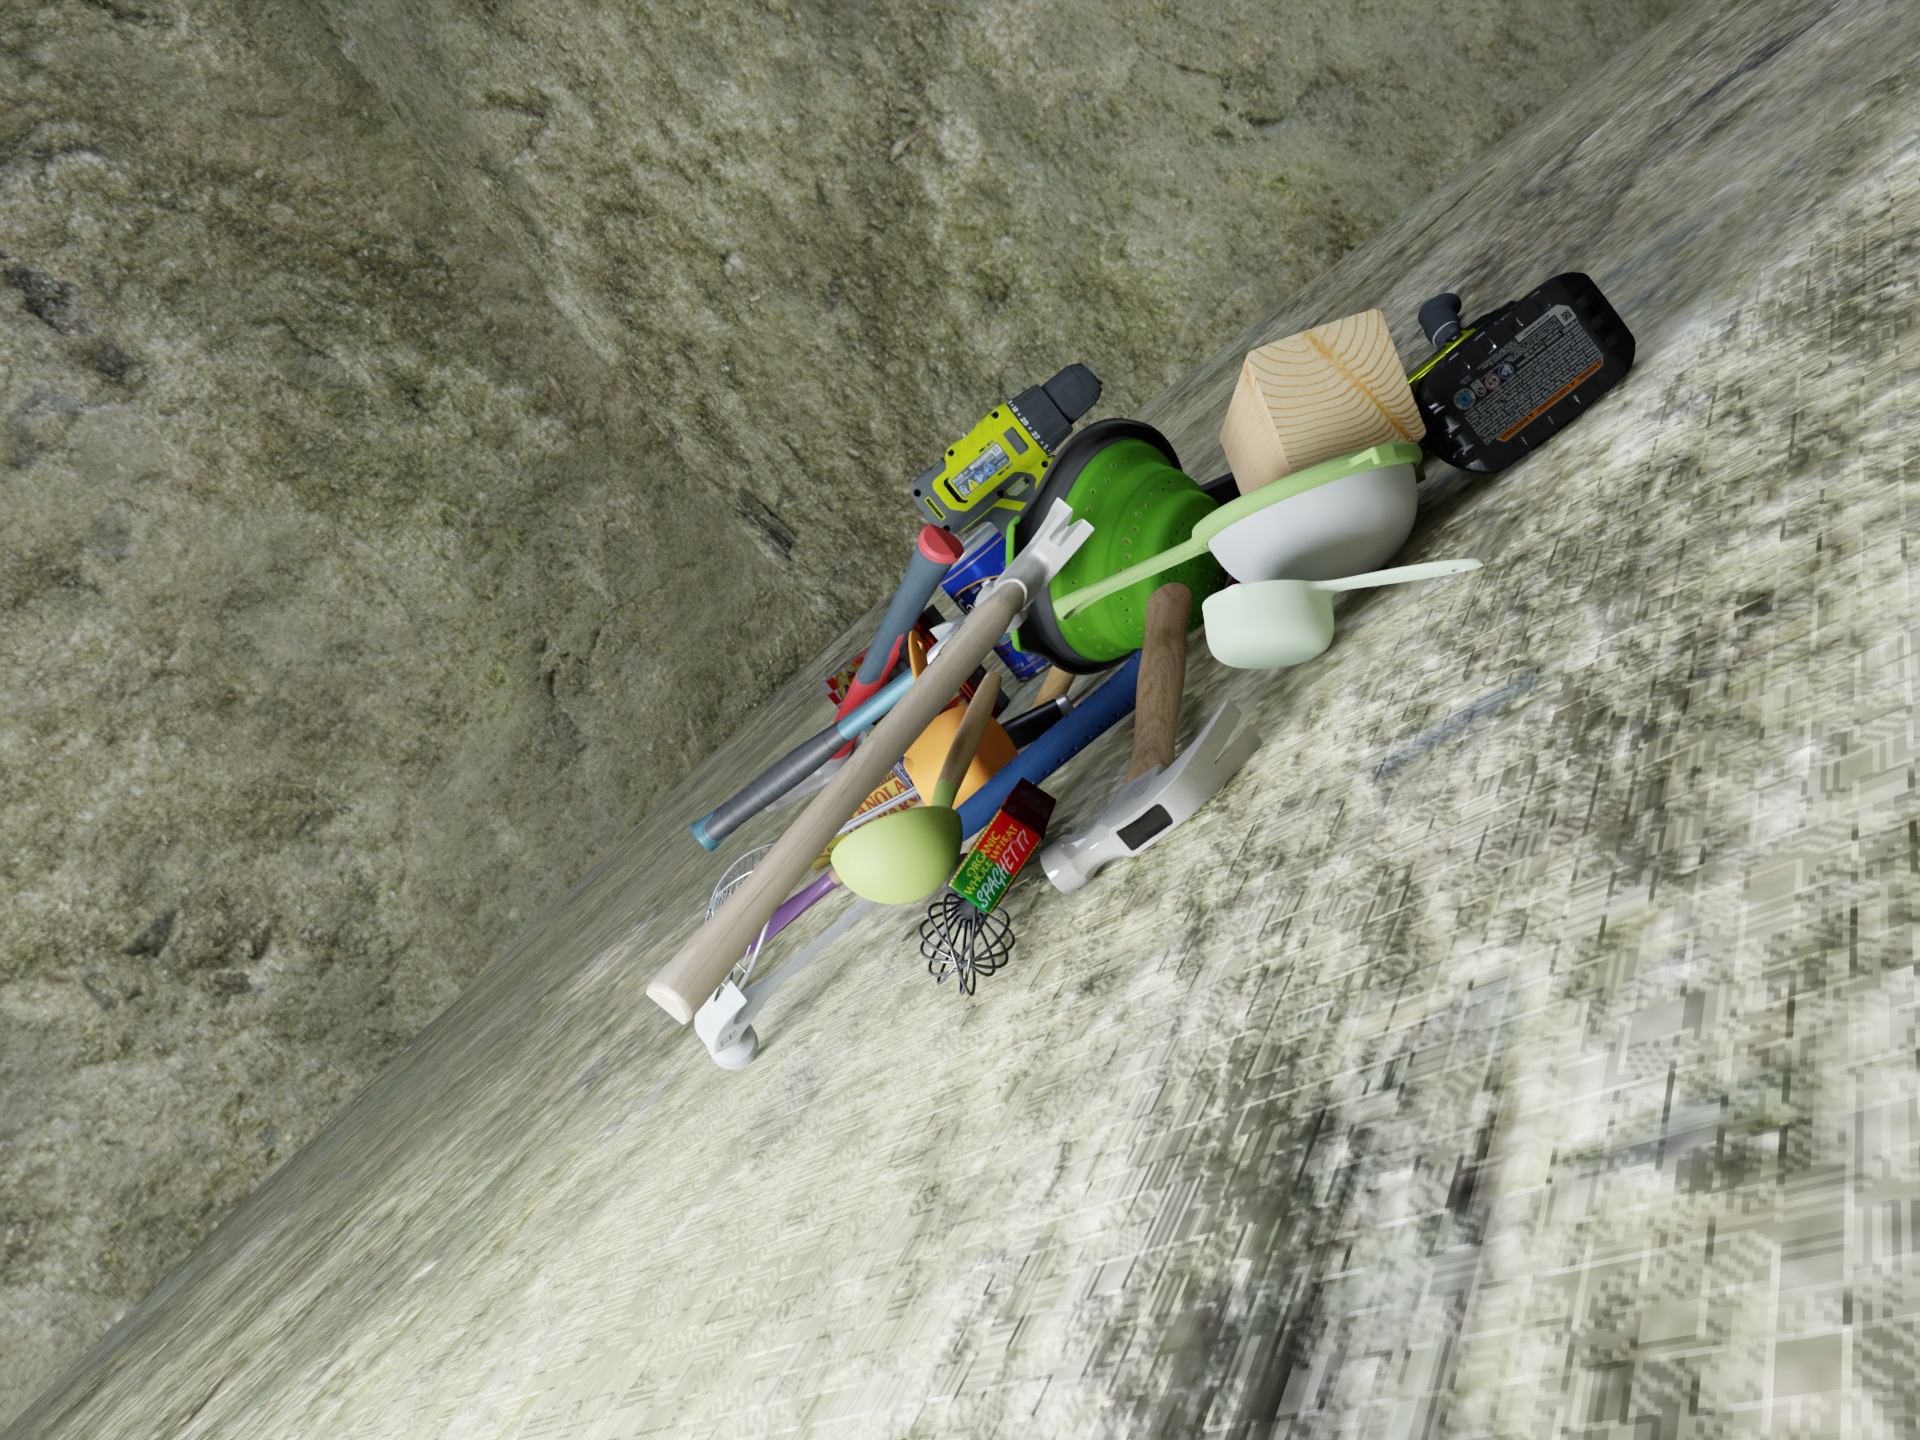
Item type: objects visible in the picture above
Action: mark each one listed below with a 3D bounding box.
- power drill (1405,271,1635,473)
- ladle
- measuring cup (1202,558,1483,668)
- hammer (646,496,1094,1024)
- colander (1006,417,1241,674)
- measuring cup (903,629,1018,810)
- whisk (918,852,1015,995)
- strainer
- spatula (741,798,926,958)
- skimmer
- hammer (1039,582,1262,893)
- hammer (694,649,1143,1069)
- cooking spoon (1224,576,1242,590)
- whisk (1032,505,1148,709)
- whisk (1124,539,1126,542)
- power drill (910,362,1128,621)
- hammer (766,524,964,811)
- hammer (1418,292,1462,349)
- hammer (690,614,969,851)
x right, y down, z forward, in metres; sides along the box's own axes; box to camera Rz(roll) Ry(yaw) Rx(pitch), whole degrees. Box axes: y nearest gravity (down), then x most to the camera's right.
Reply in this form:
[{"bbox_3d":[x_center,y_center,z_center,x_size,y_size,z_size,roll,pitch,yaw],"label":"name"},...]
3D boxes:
[{"bbox_3d":[0.363,-0.238,1.085,0.171,0.080,0.223,-38,6,10],"label":"power drill"},{"bbox_3d":[-0.011,0.024,1.025,0.078,0.062,0.320,-31,15,22],"label":"ladle"},{"bbox_3d":[0.219,-0.061,0.915,0.167,0.038,0.083,-10,-15,36],"label":"measuring cup"},{"bbox_3d":[-0.051,0.020,0.998,0.411,0.038,0.146,-51,1,-30],"label":"hammer"},{"bbox_3d":[0.198,-0.154,1.284,0.095,0.204,0.397,17,31,39],"label":"colander"},{"bbox_3d":[-0.002,-0.004,1.188,0.052,0.174,0.095,-29,-31,28],"label":"measuring cup"},{"bbox_3d":[0.003,0.110,0.945,0.055,0.055,0.239,-39,5,5],"label":"whisk"},{"bbox_3d":[0.182,-0.097,1.022,0.256,0.069,0.151,-23,-6,22],"label":"strainer"},{"bbox_3d":[-0.090,0.121,1.358,0.316,0.018,0.060,-38,13,19],"label":"spatula"},{"bbox_3d":[-0.056,0.098,1.292,0.363,0.090,0.127,-29,21,4],"label":"skimmer"},{"bbox_3d":[0.127,-0.015,1.002,0.130,0.031,0.331,-34,16,24],"label":"hammer"},{"bbox_3d":[-0.013,0.082,1.074,0.405,0.035,0.144,-39,-18,-17],"label":"hammer"},{"bbox_3d":[0.275,-0.190,1.278,0.319,0.017,0.068,-52,-13,-32],"label":"cooking spoon"},{"bbox_3d":[0.125,-0.110,1.342,0.245,0.051,0.047,-63,1,-6],"label":"whisk"},{"bbox_3d":[0.204,-0.172,1.488,0.296,0.073,0.073,-32,10,11],"label":"whisk"},{"bbox_3d":[0.094,-0.182,1.408,0.190,0.228,0.080,-38,9,11],"label":"power drill"},{"bbox_3d":[-0.087,-0.041,1.417,0.143,0.038,0.386,-27,-18,-31],"label":"hammer"},{"bbox_3d":[0.433,-0.337,1.422,0.149,0.036,0.409,-37,9,23],"label":"hammer"},{"bbox_3d":[-0.108,0.016,1.348,0.331,0.033,0.128,-36,11,21],"label":"hammer"}]
